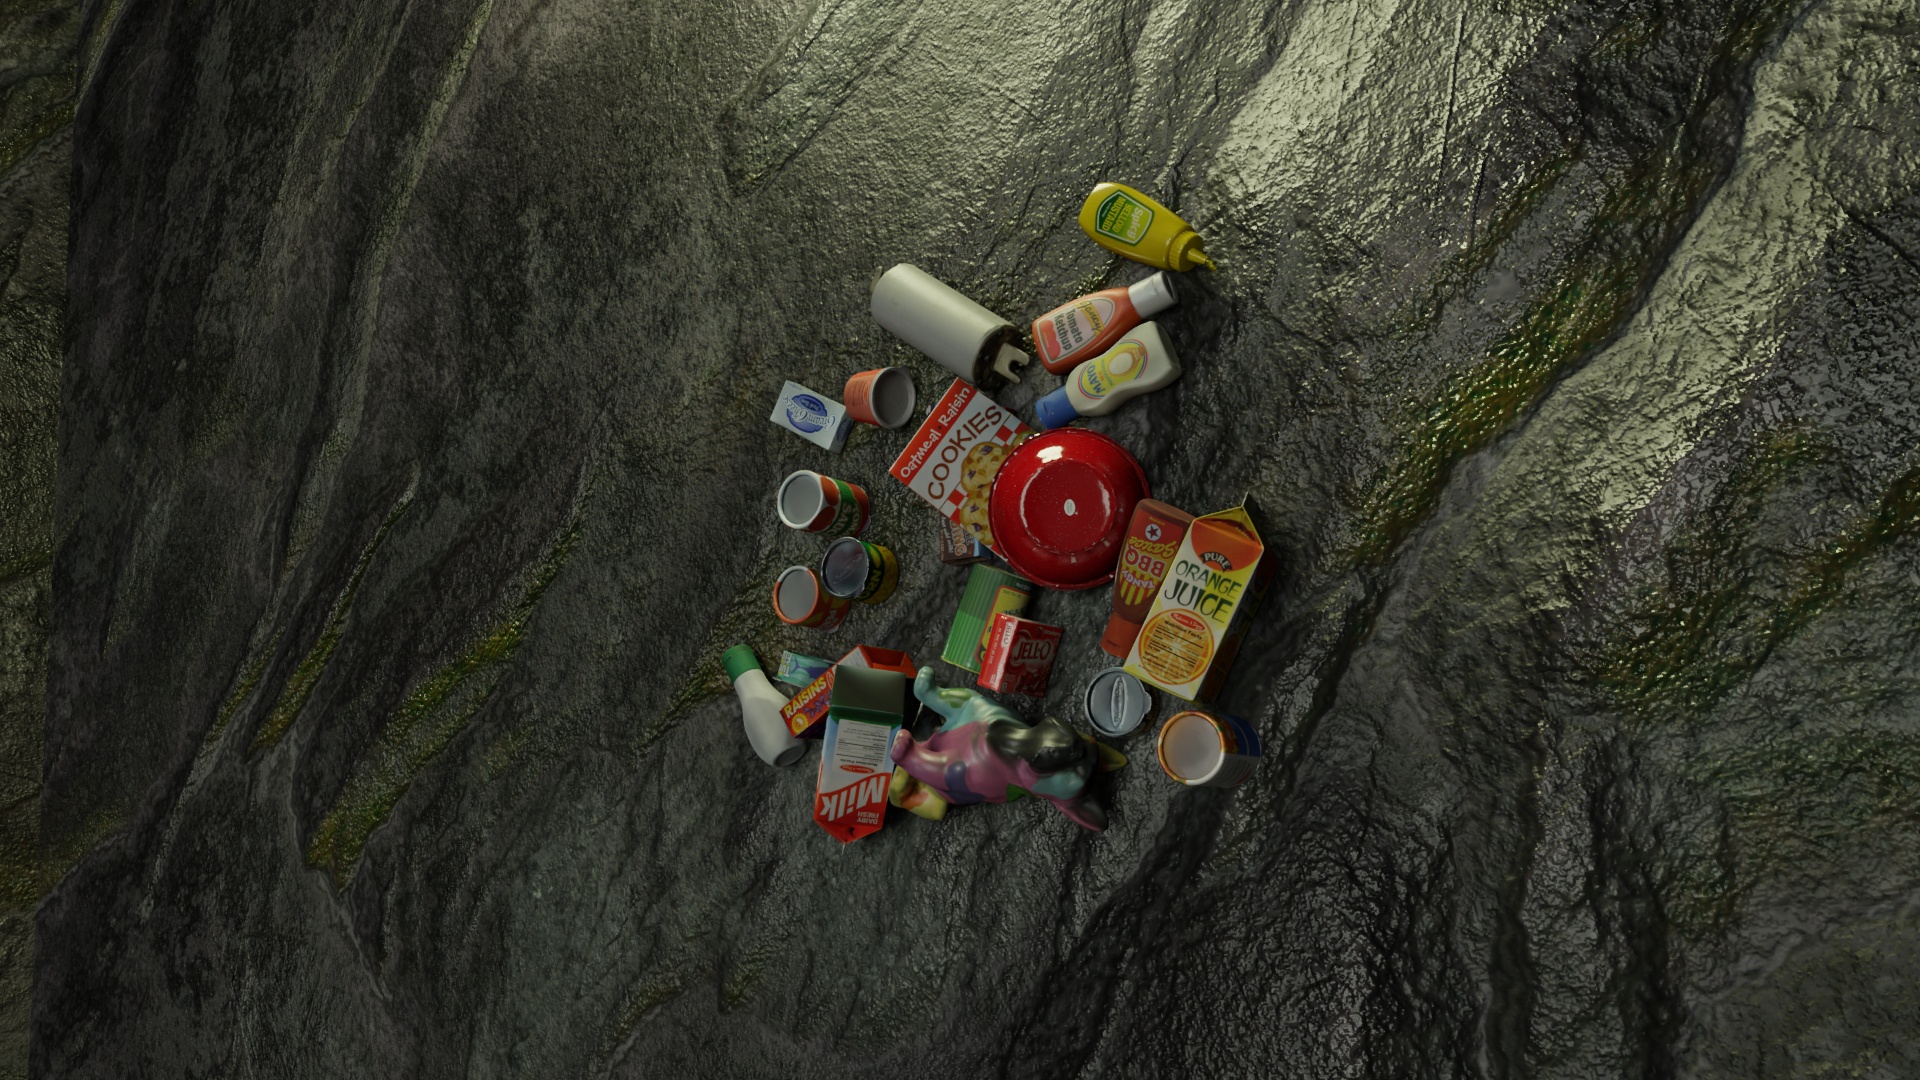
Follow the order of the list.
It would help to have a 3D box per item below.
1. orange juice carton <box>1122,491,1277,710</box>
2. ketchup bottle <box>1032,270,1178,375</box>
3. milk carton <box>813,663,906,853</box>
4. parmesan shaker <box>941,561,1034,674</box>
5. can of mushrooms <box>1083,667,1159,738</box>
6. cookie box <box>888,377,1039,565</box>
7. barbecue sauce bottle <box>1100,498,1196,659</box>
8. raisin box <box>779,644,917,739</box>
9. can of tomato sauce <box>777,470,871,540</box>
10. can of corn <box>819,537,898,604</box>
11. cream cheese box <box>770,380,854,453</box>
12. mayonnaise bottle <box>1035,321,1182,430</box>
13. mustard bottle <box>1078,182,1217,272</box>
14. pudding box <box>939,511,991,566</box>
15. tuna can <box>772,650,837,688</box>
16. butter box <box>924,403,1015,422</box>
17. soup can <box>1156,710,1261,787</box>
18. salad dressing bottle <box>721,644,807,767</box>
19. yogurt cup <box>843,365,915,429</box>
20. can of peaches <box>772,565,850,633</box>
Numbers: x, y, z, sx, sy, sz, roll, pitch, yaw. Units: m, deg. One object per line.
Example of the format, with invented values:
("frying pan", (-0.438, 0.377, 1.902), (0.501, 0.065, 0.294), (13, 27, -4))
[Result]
("orange juice carton", (0.226, 0.050, 1.256), (0.073, 0.071, 0.192), (24, 86, 26))
("ketchup bottle", (0.146, -0.223, 1.397), (0.148, 0.043, 0.065), (-24, 70, 27))
("milk carton", (-0.105, 0.225, 1.413), (0.073, 0.073, 0.189), (-90, 10, -60))
("parmesan shaker", (0.027, 0.079, 1.395), (0.071, 0.071, 0.103), (20, 92, 35))
("can of mushrooms", (0.155, 0.155, 1.318), (0.071, 0.033, 0.071), (-8, 75, 32))
("cookie box", (0.028, -0.070, 1.415), (0.168, 0.040, 0.123), (37, 92, 20))
("barbecue sauce bottle", (0.174, 0.039, 1.312), (0.065, 0.044, 0.148), (27, 107, 29))
("raisin box", (-0.117, 0.162, 1.465), (0.123, 0.086, 0.040), (-40, 63, 21))
("can of tomato sauce", (-0.150, -0.036, 1.529), (0.071, 0.083, 0.071), (-8, 76, 33))
("can of corn", (-0.108, 0.036, 1.501), (0.071, 0.058, 0.071), (-7, 76, 32))
("cream cheese box", (-0.170, -0.143, 1.601), (0.104, 0.024, 0.053), (27, 97, 35))
("mayonnaise bottle", (0.145, -0.157, 1.385), (0.147, 0.041, 0.065), (-28, 68, 25))
("mustard bottle", (0.192, -0.304, 1.380), (0.160, 0.049, 0.065), (34, 101, 34))
("pudding box", (0.005, -0.018, 1.455), (0.049, 0.030, 0.084), (-9, 76, 31))
("tuna can", (-0.167, 0.142, 1.511), (0.071, 0.071, 0.033), (12, 86, 35))
("butter box", (0.008, -0.117, 1.478), (0.103, 0.024, 0.053), (5, 84, 34))
("soup can", (0.220, 0.184, 1.238), (0.071, 0.084, 0.071), (-8, 76, 33))
("salad dressing bottle", (-0.223, 0.183, 1.557), (0.064, 0.044, 0.148), (-45, 58, 20))
("yogurt cup", (-0.091, -0.157, 1.529), (0.054, 0.072, 0.072), (6, 84, 43))
("can of peaches", (-0.164, 0.065, 1.533), (0.071, 0.058, 0.071), (-8, 76, 32))
